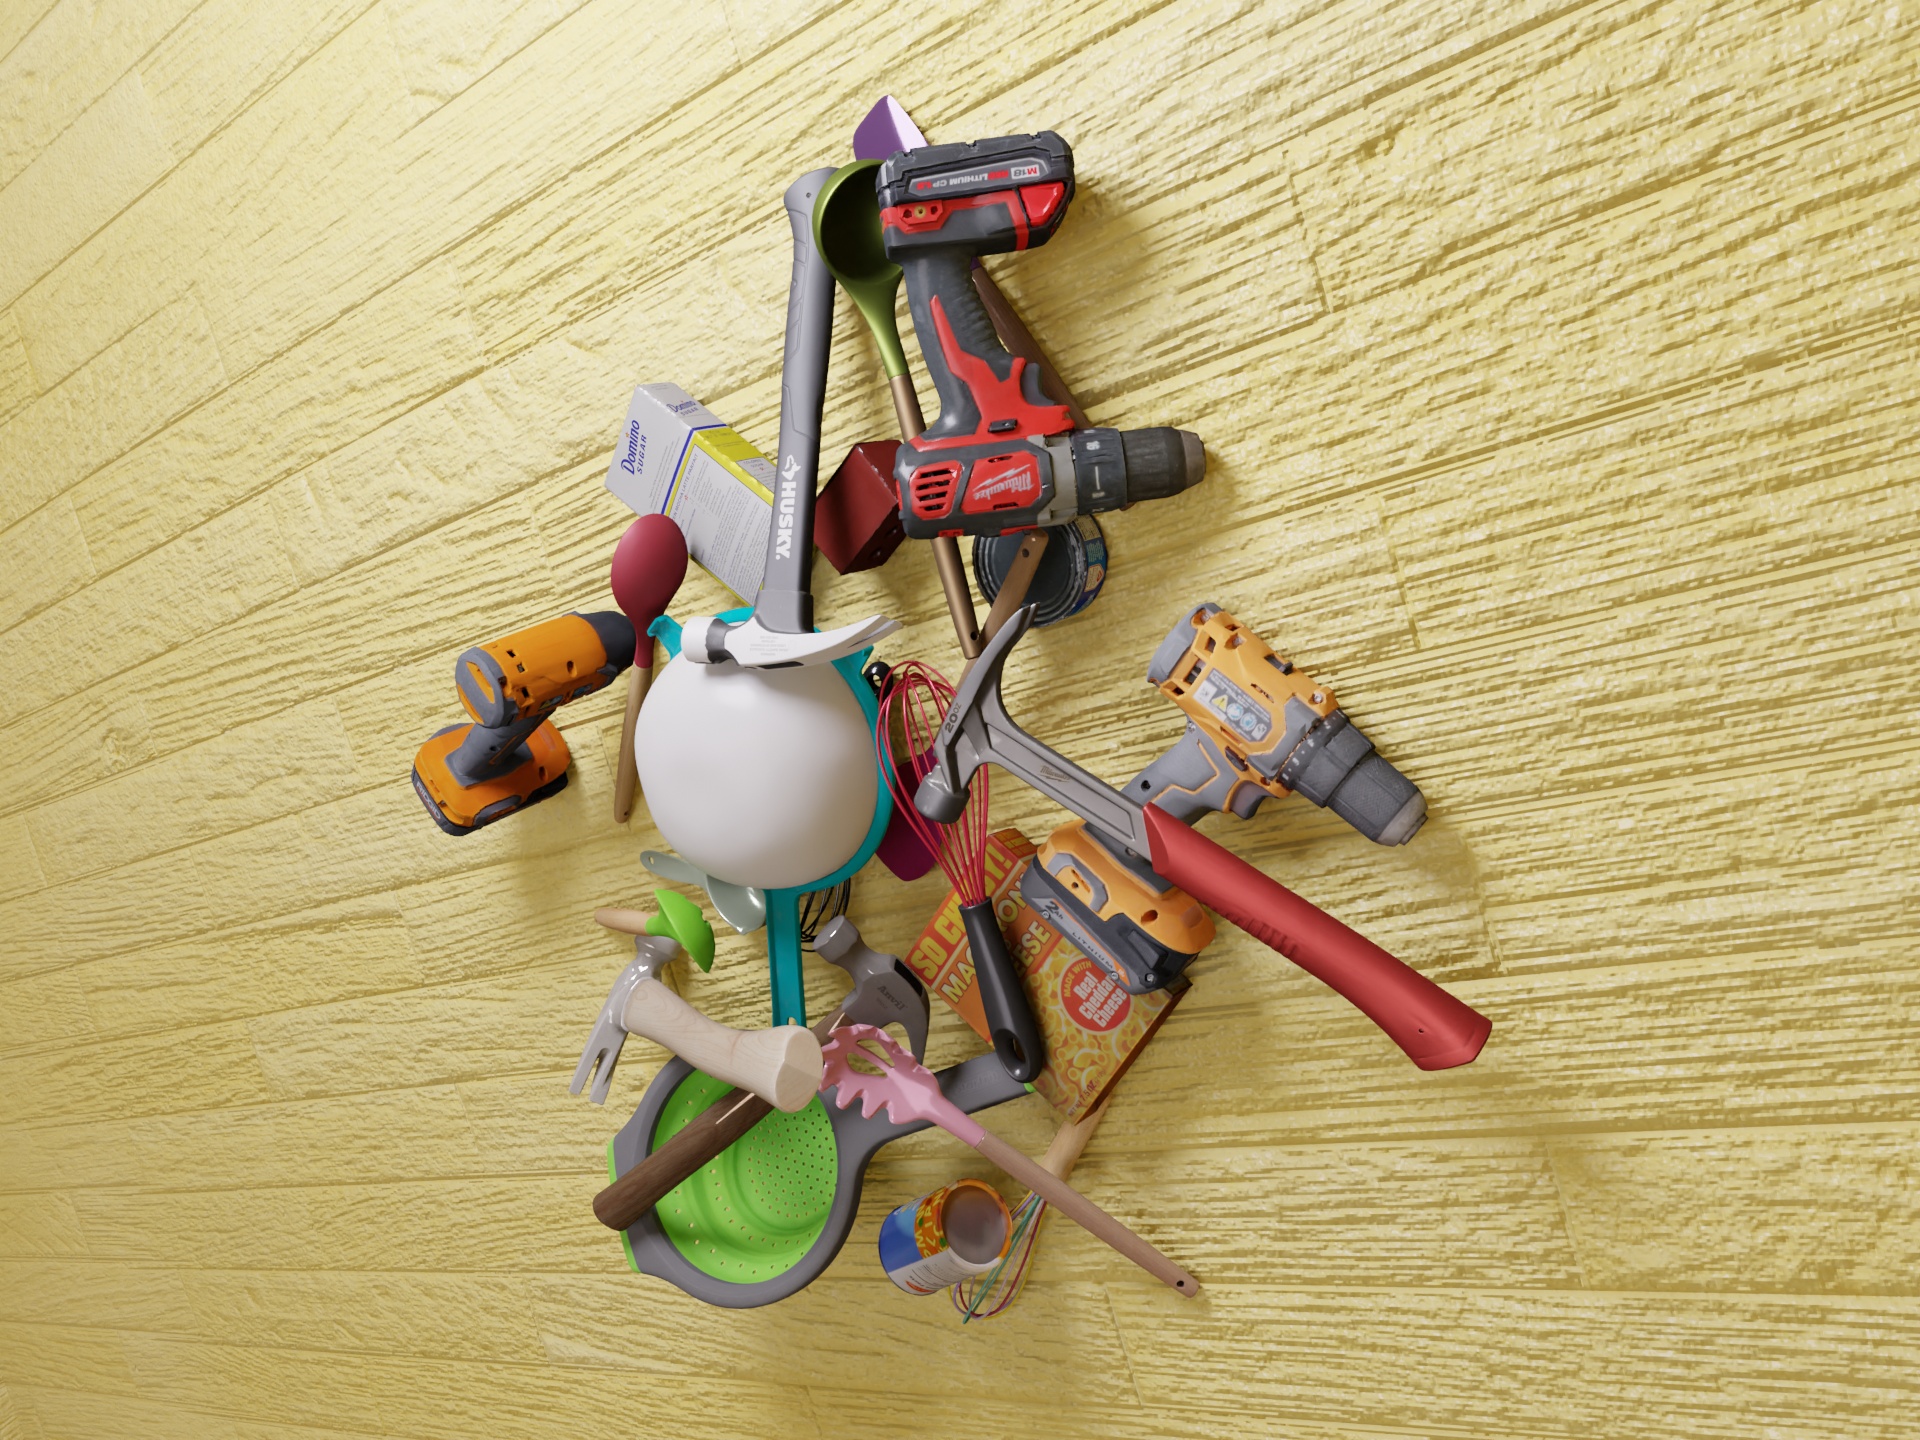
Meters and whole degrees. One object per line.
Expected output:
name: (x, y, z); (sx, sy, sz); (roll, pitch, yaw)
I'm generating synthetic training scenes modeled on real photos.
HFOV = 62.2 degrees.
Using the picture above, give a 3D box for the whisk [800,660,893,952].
whisk: (-0.088, 0.066, 1.171); (0.055, 0.055, 0.239); (28, 112, 26)

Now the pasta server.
pasta server: (0.035, 0.307, 1.096); (0.316, 0.040, 0.060); (36, 98, -2)

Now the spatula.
spatula: (0.021, -0.264, 1.020); (0.059, 0.018, 0.316); (-41, 78, 38)

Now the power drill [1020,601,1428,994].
power drill: (0.160, 0.067, 0.982); (0.185, 0.084, 0.226); (40, 118, 17)

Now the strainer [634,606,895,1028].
strainer: (-0.153, 0.094, 1.120); (0.211, 0.095, 0.340); (7, 107, 31)

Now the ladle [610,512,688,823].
ladle: (-0.248, -0.026, 1.224); (0.031, 0.069, 0.315); (41, 137, 23)

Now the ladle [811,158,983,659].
ladle: (-0.027, -0.196, 1.011); (0.062, 0.078, 0.320); (-13, 93, 63)

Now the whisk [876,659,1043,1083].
whisk: (0.004, 0.102, 1.054); (0.073, 0.073, 0.296); (-12, 98, 36)

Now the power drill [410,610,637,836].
power drill: (-0.339, -0.006, 1.271); (0.084, 0.164, 0.226); (54, 138, 10)

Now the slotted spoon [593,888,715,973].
slotted spoon: (-0.245, 0.156, 1.233); (0.070, 0.031, 0.314); (59, 156, -10)

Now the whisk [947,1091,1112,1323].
whisk: (0.049, 0.355, 1.160); (0.047, 0.051, 0.245); (38, 118, 27)

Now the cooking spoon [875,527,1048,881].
cooking spoon: (-0.002, -0.003, 1.082); (0.069, 0.017, 0.318); (43, 133, 22)

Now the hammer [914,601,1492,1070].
hammer: (0.148, 0.080, 0.929); (0.359, 0.037, 0.149); (32, 112, 13)

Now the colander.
colander: (-0.081, 0.316, 1.216); (0.397, 0.094, 0.205); (-23, 69, 19)

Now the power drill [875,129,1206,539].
power drill: (0.044, -0.226, 0.954); (0.188, 0.080, 0.226); (-7, 95, 1)

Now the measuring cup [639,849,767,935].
measuring cup: (-0.194, 0.118, 1.268); (0.168, 0.038, 0.083); (8, 109, 43)

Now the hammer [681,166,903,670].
hammer: (-0.100, -0.199, 1.046); (0.146, 0.035, 0.335); (2, 84, 22)

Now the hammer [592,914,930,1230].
hammer: (-0.151, 0.280, 1.161); (0.130, 0.031, 0.331); (44, 112, -13)

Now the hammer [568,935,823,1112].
hammer: (-0.193, 0.236, 1.138); (0.411, 0.038, 0.146); (-4, 60, 64)
